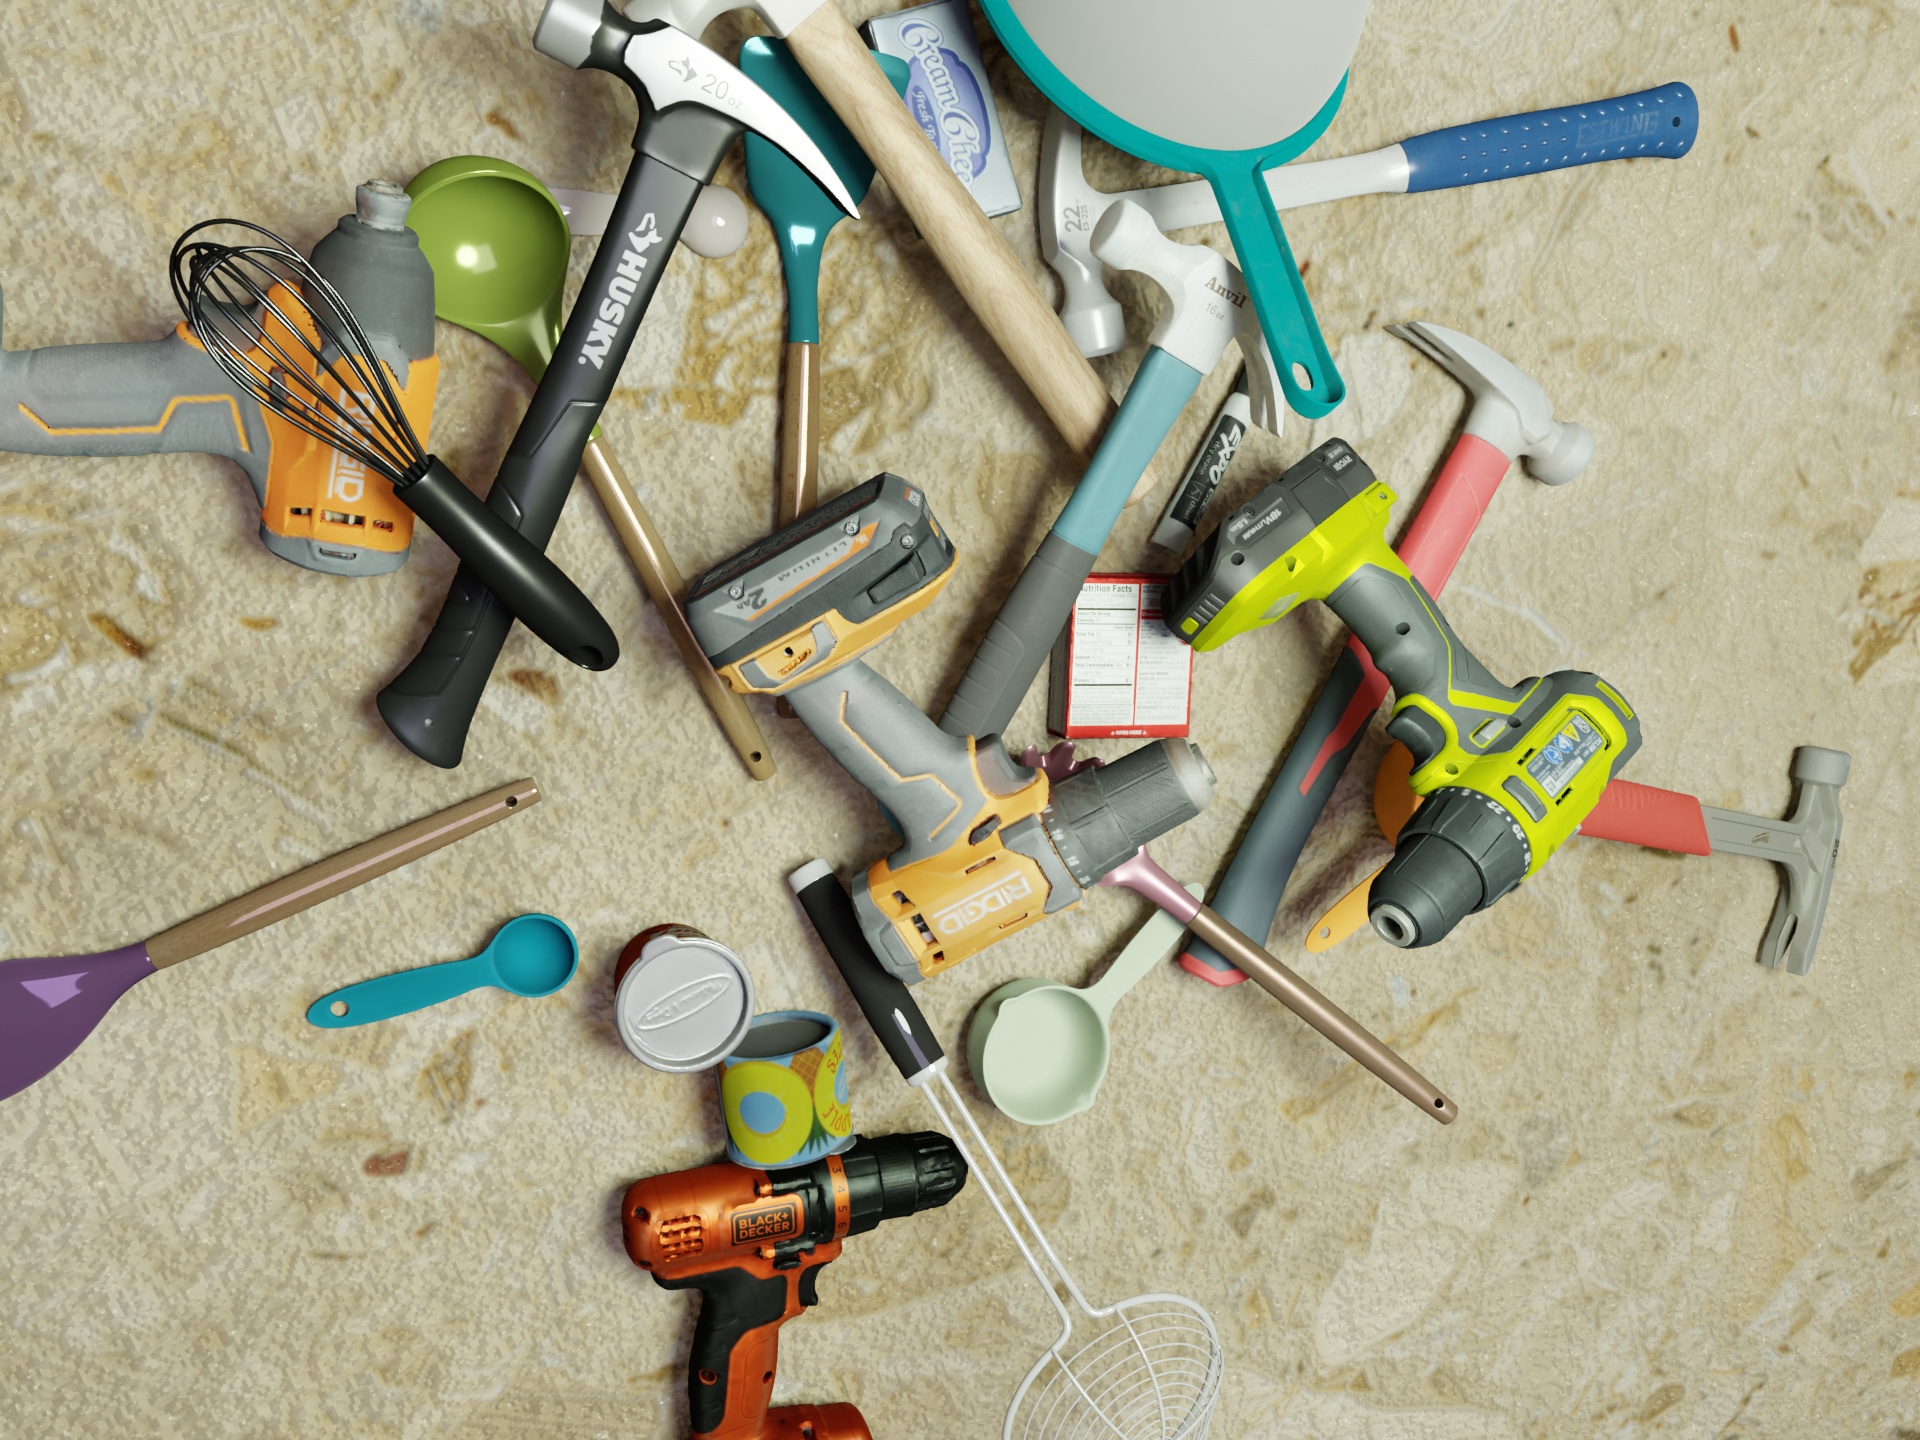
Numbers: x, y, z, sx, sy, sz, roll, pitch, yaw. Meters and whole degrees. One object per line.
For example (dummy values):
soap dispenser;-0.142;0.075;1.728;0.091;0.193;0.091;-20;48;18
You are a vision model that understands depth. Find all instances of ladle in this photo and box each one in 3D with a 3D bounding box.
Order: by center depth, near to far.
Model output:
ladle;-0.161;-0.104;0.739;0.078;0.062;0.320;-26;110;-2

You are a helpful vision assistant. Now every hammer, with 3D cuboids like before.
hammer;-0.169;-0.127;0.692;0.146;0.035;0.334;22;105;-22
hammer;0.000;-0.231;0.746;0.130;0.031;0.331;-40;119;1
hammer;0.048;-0.077;0.791;0.128;0.033;0.331;24;104;-23
hammer;0.228;-0.303;0.860;0.405;0.035;0.144;-15;104;-17
hammer;0.215;-0.031;0.898;0.143;0.038;0.386;30;88;-21
hammer;0.417;0.068;0.952;0.358;0.037;0.149;10;93;-33

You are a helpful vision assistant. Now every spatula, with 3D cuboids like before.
spatula;-0.341;0.098;0.724;0.316;0.018;0.059;-25;107;-14
spatula;-0.075;-0.156;0.768;0.082;0.044;0.317;-1;100;-24

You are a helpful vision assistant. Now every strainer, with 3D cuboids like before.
strainer;0.130;-0.308;0.719;0.211;0.095;0.340;-9;75;-25

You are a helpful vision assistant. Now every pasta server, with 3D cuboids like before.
pasta server;0.149;0.121;0.859;0.316;0.040;0.060;38;80;-5

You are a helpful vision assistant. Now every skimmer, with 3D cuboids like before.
skimmer;0.011;0.235;0.822;0.127;0.090;0.363;-30;83;-13

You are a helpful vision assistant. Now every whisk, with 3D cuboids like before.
whisk;-0.216;-0.100;0.640;0.055;0.055;0.238;-46;126;-8

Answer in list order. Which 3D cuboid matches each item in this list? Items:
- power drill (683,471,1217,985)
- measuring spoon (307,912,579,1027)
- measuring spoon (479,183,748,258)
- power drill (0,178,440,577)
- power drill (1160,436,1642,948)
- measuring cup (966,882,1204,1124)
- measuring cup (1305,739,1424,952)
power drill;-0.001;-0.002;0.750;0.185;0.084;0.226;-28;107;10
measuring spoon;-0.248;0.122;0.767;0.128;0.021;0.042;-15;104;-8
measuring spoon;-0.158;-0.235;0.738;0.124;0.018;0.034;-3;100;-19
power drill;-0.328;-0.155;0.639;0.226;0.084;0.164;8;114;-23
power drill;0.212;-0.013;0.795;0.190;0.080;0.228;-37;81;-30
measuring cup;0.071;0.147;0.876;0.167;0.038;0.083;-44;110;-17
measuring cup;0.253;0.070;0.921;0.173;0.052;0.095;-39;110;-8
